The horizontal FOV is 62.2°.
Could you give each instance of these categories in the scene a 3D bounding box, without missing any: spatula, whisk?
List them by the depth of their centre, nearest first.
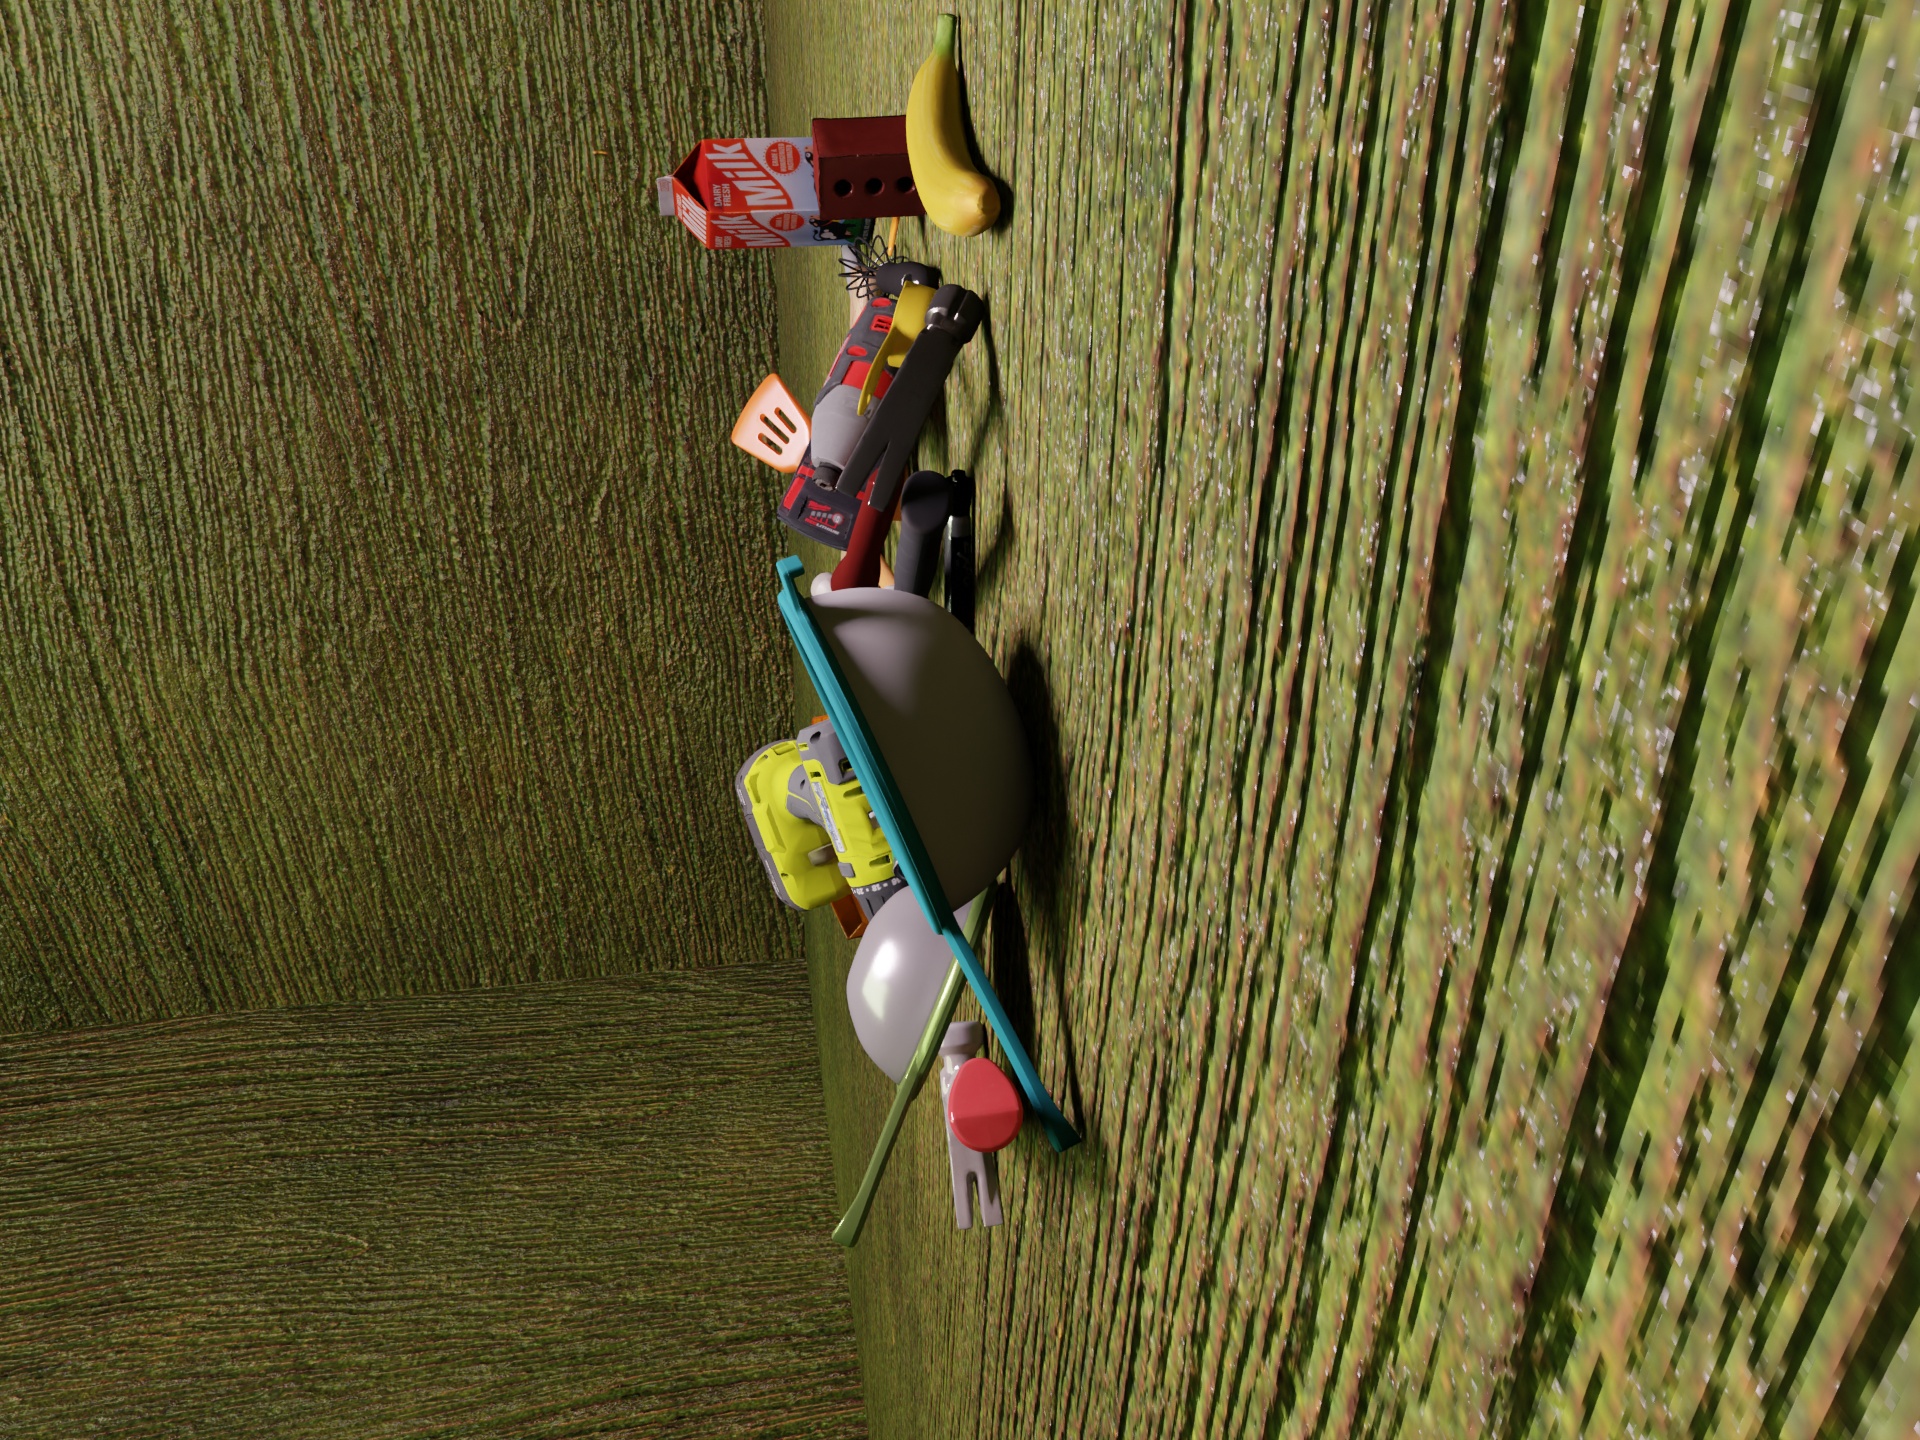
[{"bbox_3d":[-0.050,-0.333,1.186,0.239,0.055,0.055,-128,35,-67],"label":"whisk"},{"bbox_3d":[-0.119,-0.197,1.438,0.081,0.041,0.323,-52,48,22],"label":"spatula"}]

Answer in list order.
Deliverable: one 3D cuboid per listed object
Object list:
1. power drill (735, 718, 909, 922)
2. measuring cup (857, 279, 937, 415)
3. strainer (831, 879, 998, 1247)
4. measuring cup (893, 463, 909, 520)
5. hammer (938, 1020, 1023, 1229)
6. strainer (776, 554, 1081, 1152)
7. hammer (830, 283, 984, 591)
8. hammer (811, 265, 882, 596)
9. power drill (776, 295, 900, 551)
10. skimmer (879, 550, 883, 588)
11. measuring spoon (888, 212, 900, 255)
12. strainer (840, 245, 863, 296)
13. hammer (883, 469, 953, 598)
[{"bbox_3d":[-0.086,0.091,1.191,0.228,0.080,0.190,-7,104,68],"label":"power drill"},{"bbox_3d":[-0.037,-0.233,1.027,0.157,0.029,0.062,-73,-4,-51],"label":"measuring cup"},{"bbox_3d":[-0.049,0.194,0.969,0.151,0.069,0.256,112,-178,-48],"label":"strainer"},{"bbox_3d":[-0.075,-0.249,1.340,0.095,0.052,0.173,-108,14,-58],"label":"measuring cup"},{"bbox_3d":[0.010,0.250,0.957,0.386,0.038,0.143,97,166,-78],"label":"hammer"},{"bbox_3d":[0.011,0.061,0.873,0.340,0.095,0.211,62,174,13],"label":"strainer"},{"bbox_3d":[-0.056,-0.141,1.064,0.359,0.036,0.149,124,171,-71],"label":"hammer"},{"bbox_3d":[-0.092,-0.243,1.454,0.130,0.031,0.331,39,131,53],"label":"hammer"},{"bbox_3d":[-0.080,-0.209,1.190,0.219,0.078,0.143,129,164,-75],"label":"power drill"},{"bbox_3d":[-0.110,-0.012,1.567,0.127,0.090,0.363,13,108,52],"label":"skimmer"},{"bbox_3d":[-0.048,-0.380,1.163,0.021,0.011,0.117,112,166,-53],"label":"measuring spoon"},{"bbox_3d":[-0.109,-0.461,1.515,0.086,0.050,0.259,64,-166,-69],"label":"strainer"},{"bbox_3d":[-0.038,-0.074,1.081,0.409,0.036,0.149,113,165,-77],"label":"hammer"}]
